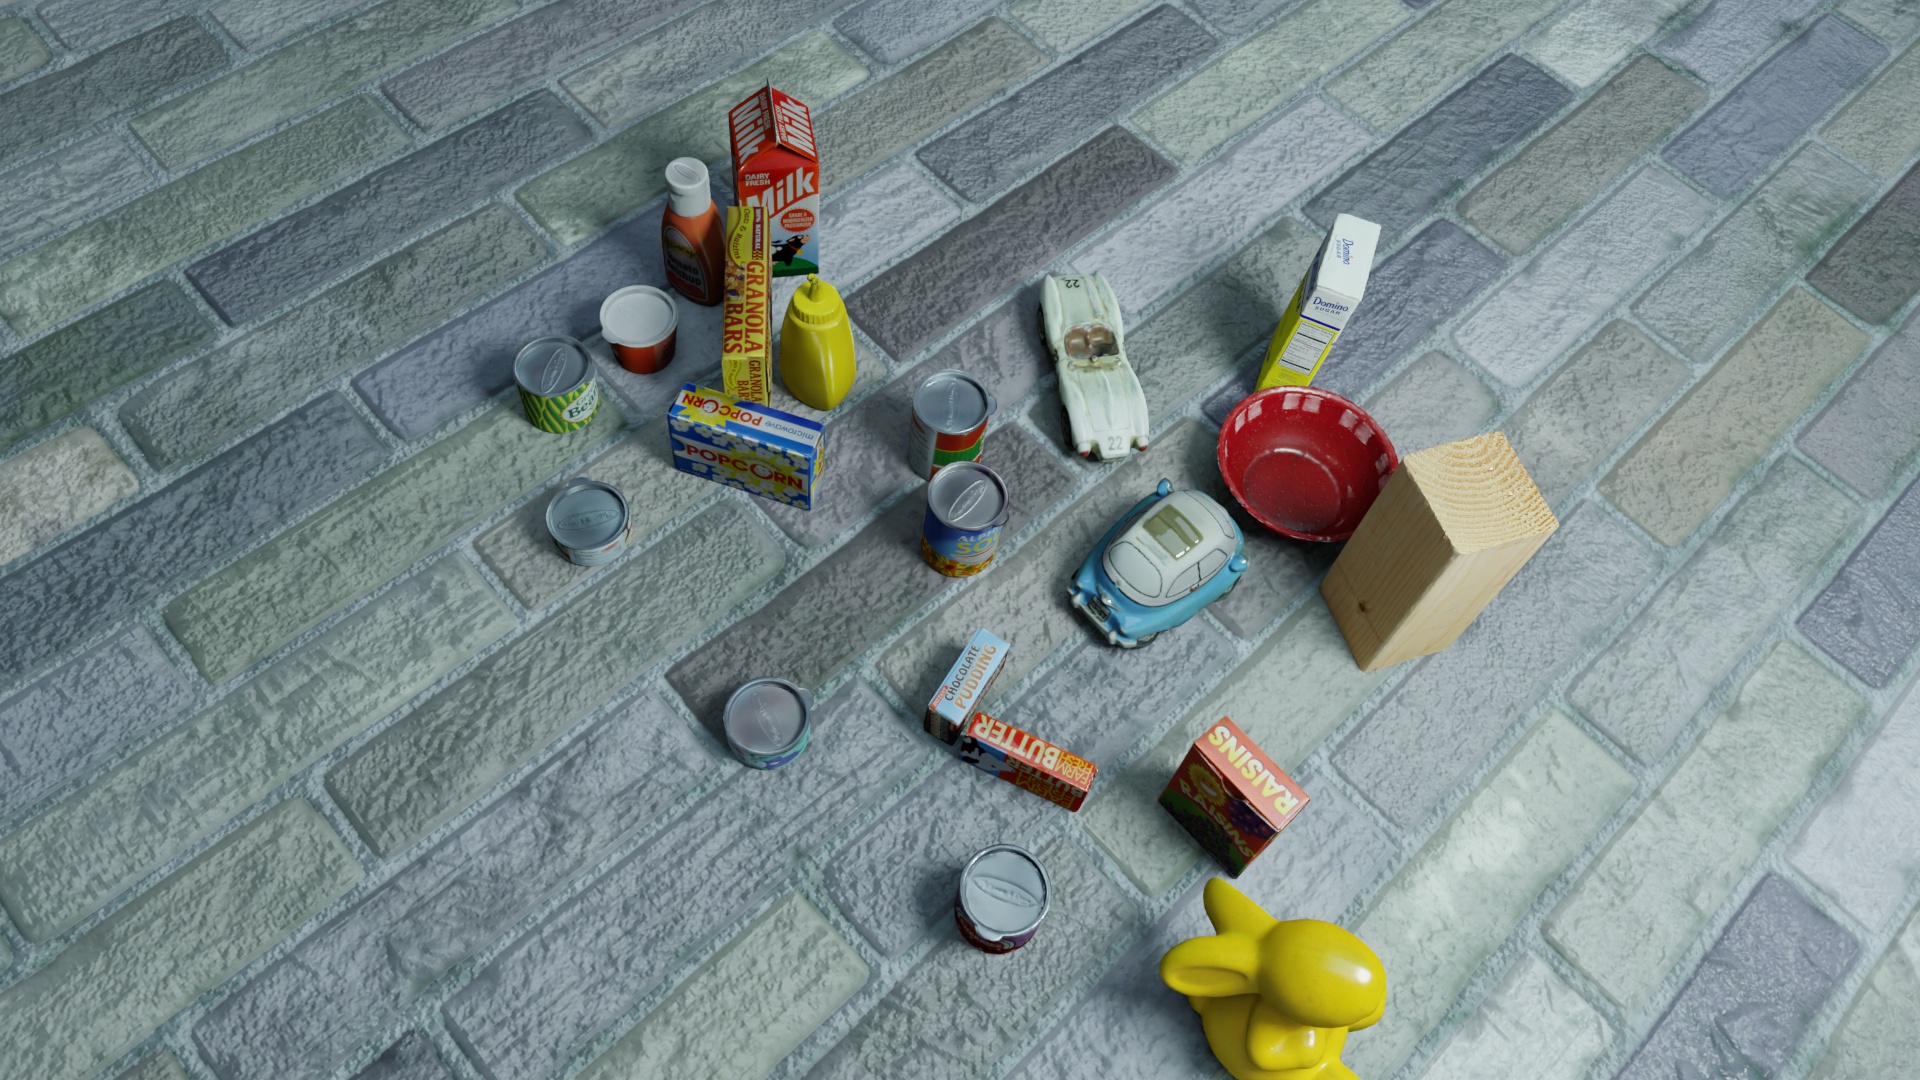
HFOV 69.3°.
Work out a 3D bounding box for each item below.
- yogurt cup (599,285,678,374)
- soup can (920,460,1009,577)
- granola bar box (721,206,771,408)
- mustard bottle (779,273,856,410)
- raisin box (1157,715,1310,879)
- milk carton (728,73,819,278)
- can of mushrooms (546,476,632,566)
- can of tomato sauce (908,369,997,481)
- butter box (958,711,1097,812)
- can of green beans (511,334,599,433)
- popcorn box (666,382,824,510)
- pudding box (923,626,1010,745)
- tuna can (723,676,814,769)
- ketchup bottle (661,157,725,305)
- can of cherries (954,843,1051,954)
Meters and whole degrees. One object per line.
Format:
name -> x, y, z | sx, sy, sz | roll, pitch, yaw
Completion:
yogurt cup -> -0.284, -0.185, 1.238 | 0.072, 0.053, 0.073 | 3, 60, -5
soup can -> 0.004, -0.014, 1.153 | 0.071, 0.083, 0.071 | 3, 60, -5
granola bar box -> -0.184, -0.188, 1.210 | 0.039, 0.123, 0.166 | 0, 60, -6
mustard bottle -> -0.122, -0.176, 1.189 | 0.065, 0.159, 0.049 | 31, 62, 11
raisin box -> 0.200, 0.192, 1.031 | 0.040, 0.122, 0.086 | -36, 70, -23
milk carton -> -0.167, -0.324, 1.252 | 0.073, 0.189, 0.072 | -7, 61, -10
can of mushrooms -> -0.307, -0.016, 1.149 | 0.071, 0.033, 0.071 | 3, 60, -5
can of tomato sauce -> -0.009, -0.097, 1.200 | 0.071, 0.082, 0.071 | 3, 60, -5
butter box -> 0.051, 0.171, 1.069 | 0.103, 0.053, 0.024 | 24, 61, 8
can of green beans -> -0.348, -0.135, 1.199 | 0.071, 0.057, 0.071 | 3, 60, -5
popcorn box -> -0.178, -0.078, 1.169 | 0.127, 0.084, 0.038 | 17, 60, 4
pudding box -> 0.005, 0.115, 1.098 | 0.030, 0.049, 0.084 | 29, 61, 11
tuna can -> -0.147, 0.141, 1.076 | 0.071, 0.032, 0.071 | 3, 60, -5
ketchup bottle -> -0.239, -0.277, 1.241 | 0.065, 0.148, 0.044 | 33, 62, 13
can of cherries -> 0.028, 0.263, 1.009 | 0.071, 0.058, 0.072 | 3, 60, -5
